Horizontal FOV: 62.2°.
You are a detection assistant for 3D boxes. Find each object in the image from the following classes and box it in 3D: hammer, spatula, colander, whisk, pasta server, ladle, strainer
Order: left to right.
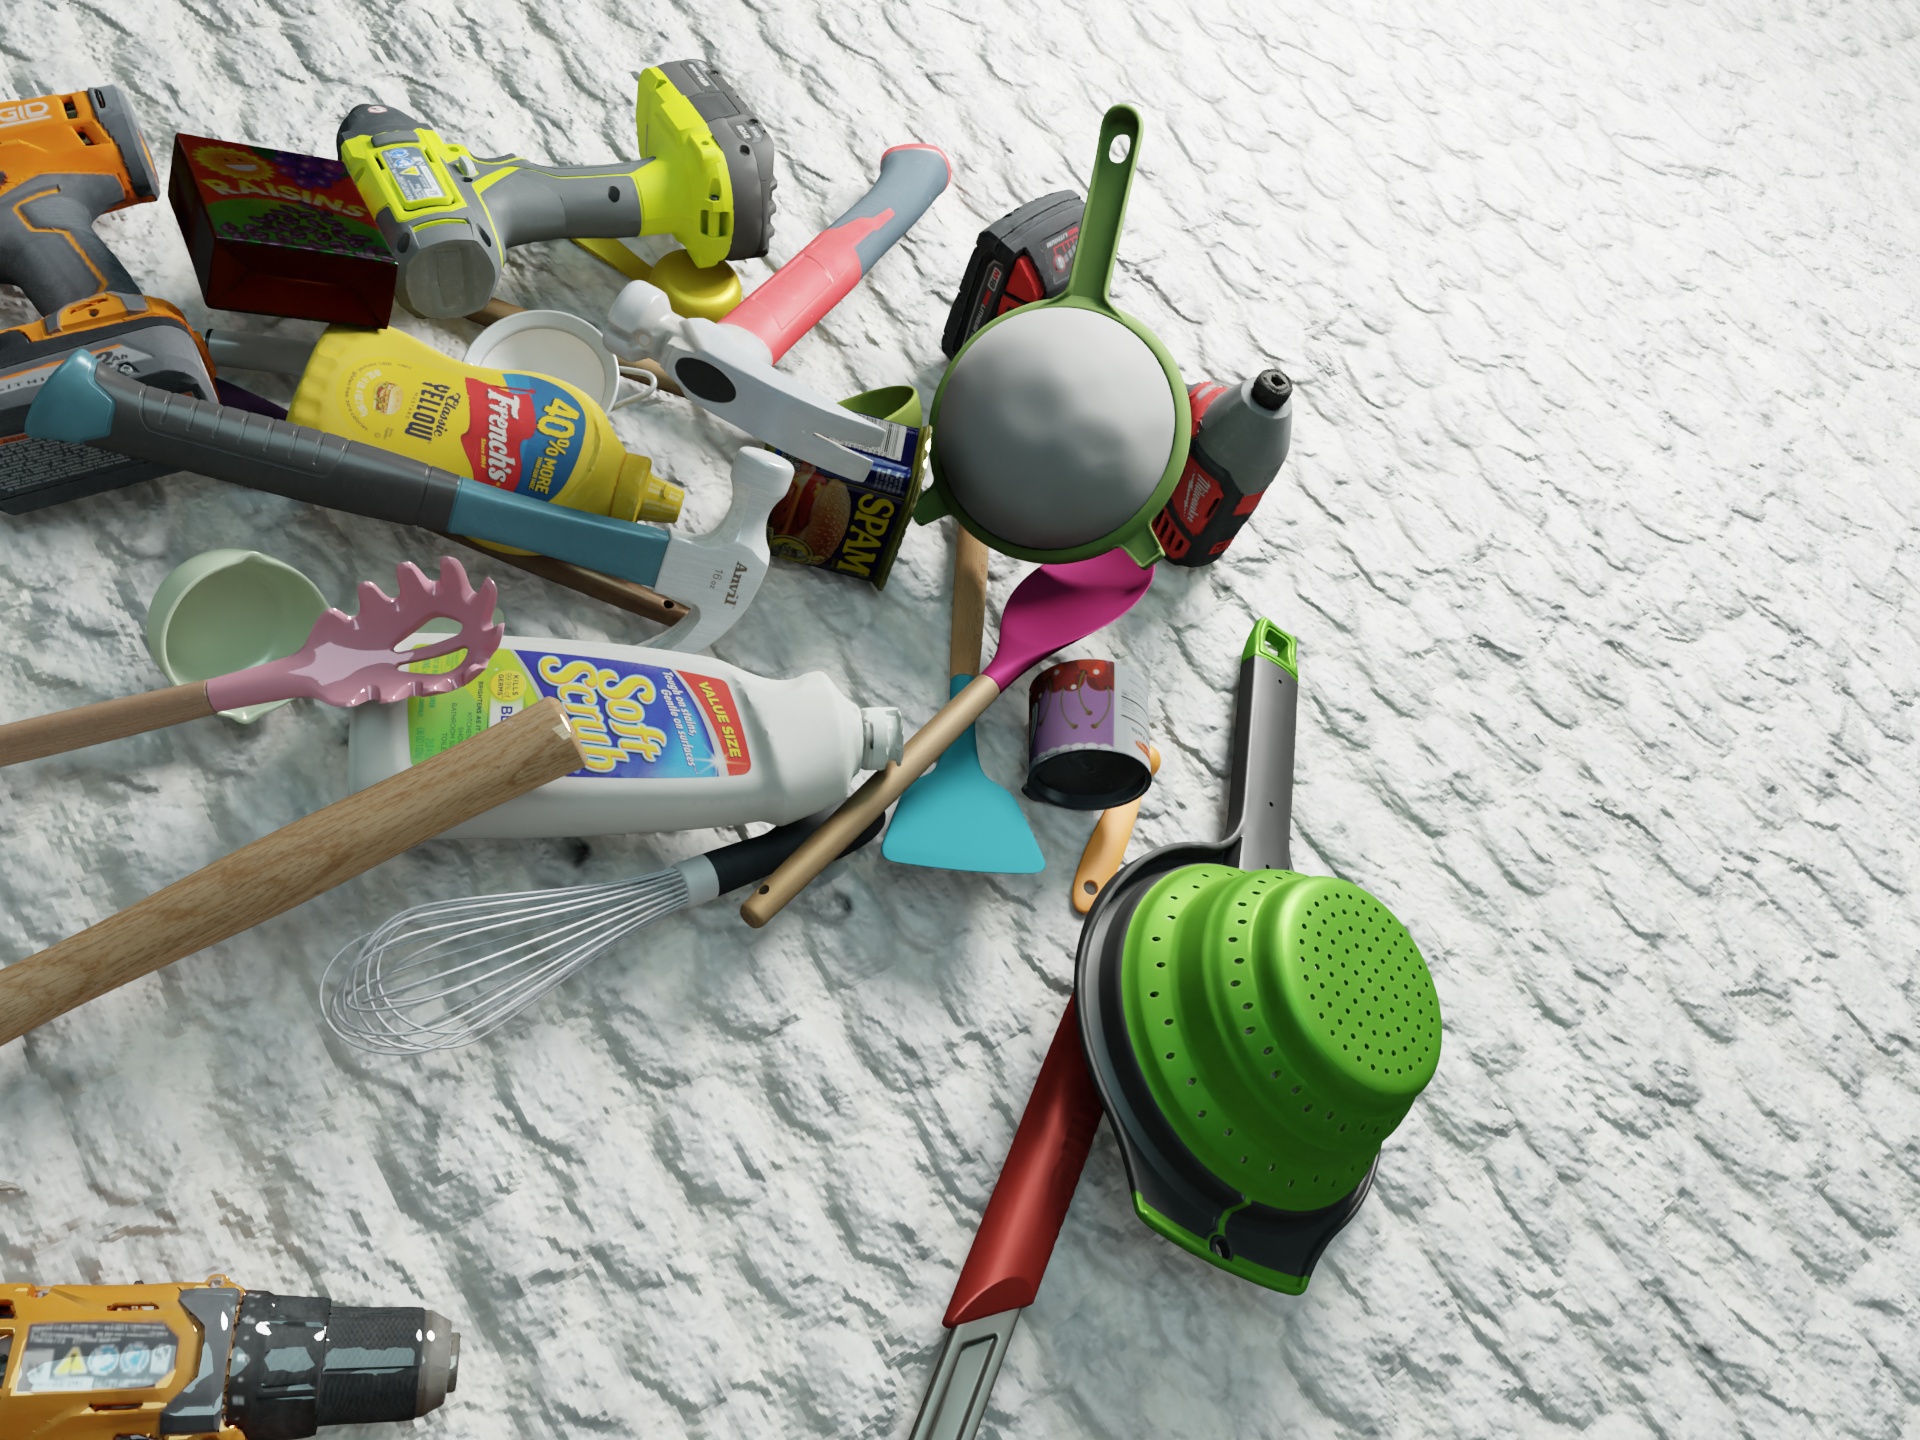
[{"bbox_3d":[-0.350,-0.006,0.680,0.316,0.040,0.060,-14,76,-7],"label":"pasta server"},{"bbox_3d":[-0.310,0.079,0.654,0.331,0.031,0.130,-27,77,-15],"label":"hammer"},{"bbox_3d":[-0.288,-0.111,0.827,0.316,0.018,0.060,22,57,-5],"label":"spatula"},{"bbox_3d":[-0.295,-0.188,0.857,0.258,0.050,0.087,6,72,-10],"label":"strainer"},{"bbox_3d":[-0.253,-0.107,0.750,0.330,0.128,0.033,14,17,-20],"label":"hammer"},{"bbox_3d":[-0.152,0.086,0.741,0.284,0.070,0.070,-19,69,-32],"label":"whisk"},{"bbox_3d":[-0.176,-0.210,0.904,0.320,0.062,0.078,20,30,-4],"label":"ladle"},{"bbox_3d":[-0.057,-0.256,0.909,0.143,0.038,0.386,29,36,-2],"label":"hammer"},{"bbox_3d":[0.006,-0.049,0.881,0.082,0.044,0.318,5,58,-3],"label":"spatula"},{"bbox_3d":[0.017,0.231,0.726,0.149,0.036,0.359,28,56,-3],"label":"hammer"},{"bbox_3d":[0.058,-0.214,0.863,0.151,0.069,0.256,13,93,16],"label":"strainer"},{"bbox_3d":[0.175,0.079,0.814,0.204,0.094,0.397,31,47,-21],"label":"colander"}]

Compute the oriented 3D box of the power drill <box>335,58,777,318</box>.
[{"bbox_3d":[-0.233,-0.312,0.907,0.223,0.080,0.171,-17,54,-24],"label":"power drill"}]

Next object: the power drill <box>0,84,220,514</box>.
[{"bbox_3d":[-0.468,-0.214,0.782,0.164,0.084,0.227,-20,64,-19],"label":"power drill"}]

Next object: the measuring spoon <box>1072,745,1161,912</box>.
[{"bbox_3d":[0.086,0.056,0.867,0.021,0.011,0.117,29,56,-2],"label":"measuring spoon"}]

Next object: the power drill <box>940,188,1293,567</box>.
[{"bbox_3d":[0.100,-0.206,0.949,0.220,0.143,0.078,45,57,12],"label":"power drill"}]

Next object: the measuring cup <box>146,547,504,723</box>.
[{"bbox_3d":[-0.304,-0.048,0.769,0.167,0.083,0.038,-9,26,-44],"label":"measuring cup"}]

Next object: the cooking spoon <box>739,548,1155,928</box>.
[{"bbox_3d":[-0.001,-0.003,0.820,0.069,0.017,0.319,22,52,33],"label":"cooking spoon"}]

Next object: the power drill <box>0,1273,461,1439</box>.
[{"bbox_3d":[-0.276,0.309,0.552,0.185,0.084,0.226,5,55,-19],"label":"power drill"}]

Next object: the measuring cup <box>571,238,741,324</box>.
[{"bbox_3d":[-0.199,-0.285,0.953,0.156,0.029,0.062,35,55,2],"label":"measuring cup"}]
